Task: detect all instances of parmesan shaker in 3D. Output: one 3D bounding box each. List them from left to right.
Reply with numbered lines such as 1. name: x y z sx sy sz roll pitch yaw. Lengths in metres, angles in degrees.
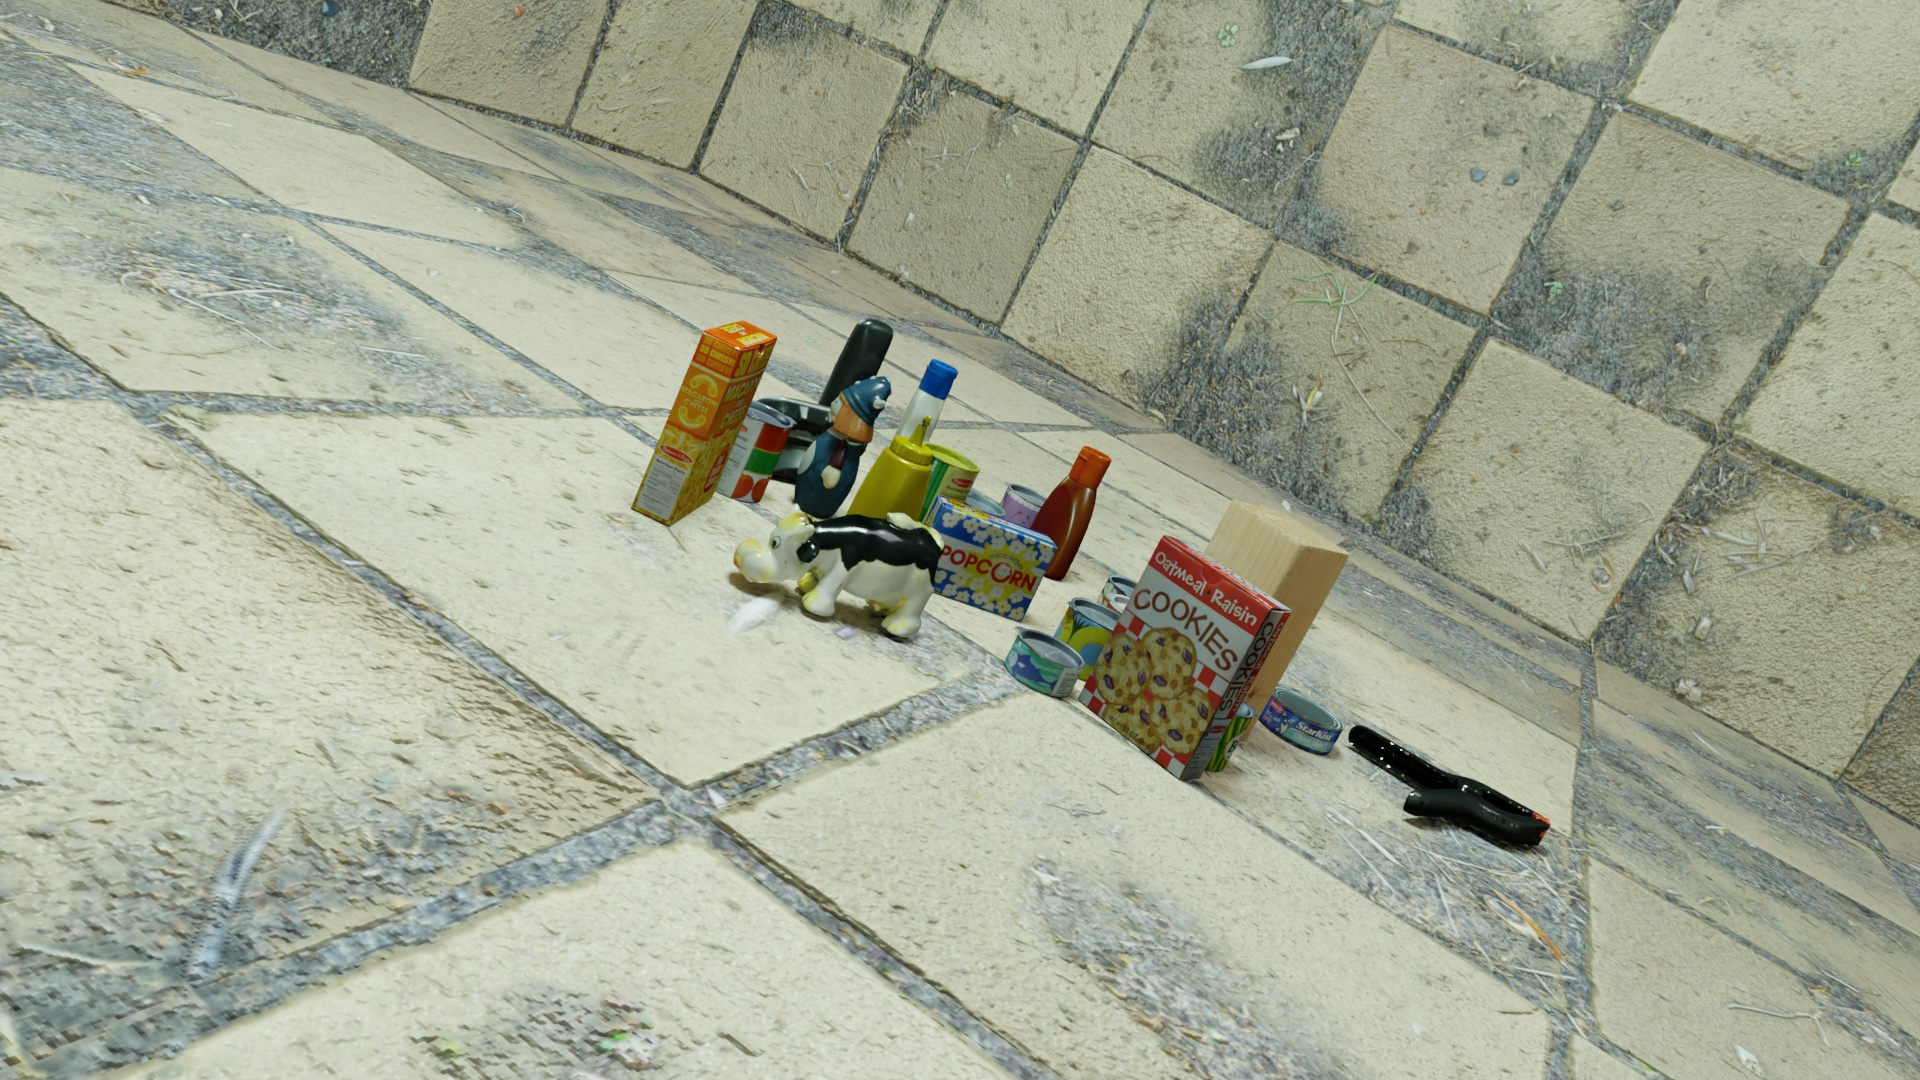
1. parmesan shaker: -0.033 -0.042 1.422 0.071 0.102 0.071 24 14 -7

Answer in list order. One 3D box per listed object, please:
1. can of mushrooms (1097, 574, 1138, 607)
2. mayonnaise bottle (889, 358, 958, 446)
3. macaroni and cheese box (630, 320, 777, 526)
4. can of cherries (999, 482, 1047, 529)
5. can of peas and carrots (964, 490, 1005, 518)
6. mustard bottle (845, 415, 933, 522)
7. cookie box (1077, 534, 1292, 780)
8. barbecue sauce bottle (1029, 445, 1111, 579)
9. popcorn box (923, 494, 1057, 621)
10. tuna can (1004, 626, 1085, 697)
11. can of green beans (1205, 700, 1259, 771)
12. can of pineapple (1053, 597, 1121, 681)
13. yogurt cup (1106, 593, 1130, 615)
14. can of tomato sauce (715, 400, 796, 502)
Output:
1. can of mushrooms: 0.187 0.068 1.543 0.071 0.033 0.071 24 15 -6
2. mayonnaise bottle: -0.048 -0.142 1.654 0.041 0.147 0.065 23 14 -11
3. macaroni and cheese box: -0.219 -0.105 1.209 0.040 0.166 0.124 26 14 1
4. can of cherries: 0.072 -0.028 1.635 0.071 0.058 0.072 24 15 -6
5. can of peas and carrots: 0.005 -0.019 1.494 0.071 0.058 0.071 24 15 -6
6. mustard bottle: -0.062 -0.044 1.273 0.049 0.159 0.065 35 17 32
7. cookie box: 0.187 0.098 1.178 0.123 0.167 0.040 37 18 37
8. barbecue sauce bottle: 0.121 -0.033 1.557 0.044 0.148 0.065 12 19 -43
9. popcorn box: 0.019 0.018 1.339 0.127 0.085 0.038 20 15 -21
10. tuna can: 0.072 0.107 1.223 0.071 0.032 0.071 24 15 -6
11. can of green beans: 0.216 0.162 1.223 0.071 0.057 0.071 24 15 -6
12. can of pineapple: 0.120 0.093 1.299 0.071 0.057 0.071 24 15 -6
13. yogurt cup: 0.169 0.094 1.386 0.072 0.053 0.072 24 15 -6
14. can of tomato sauce: -0.205 -0.087 1.335 0.071 0.083 0.071 24 14 -6
